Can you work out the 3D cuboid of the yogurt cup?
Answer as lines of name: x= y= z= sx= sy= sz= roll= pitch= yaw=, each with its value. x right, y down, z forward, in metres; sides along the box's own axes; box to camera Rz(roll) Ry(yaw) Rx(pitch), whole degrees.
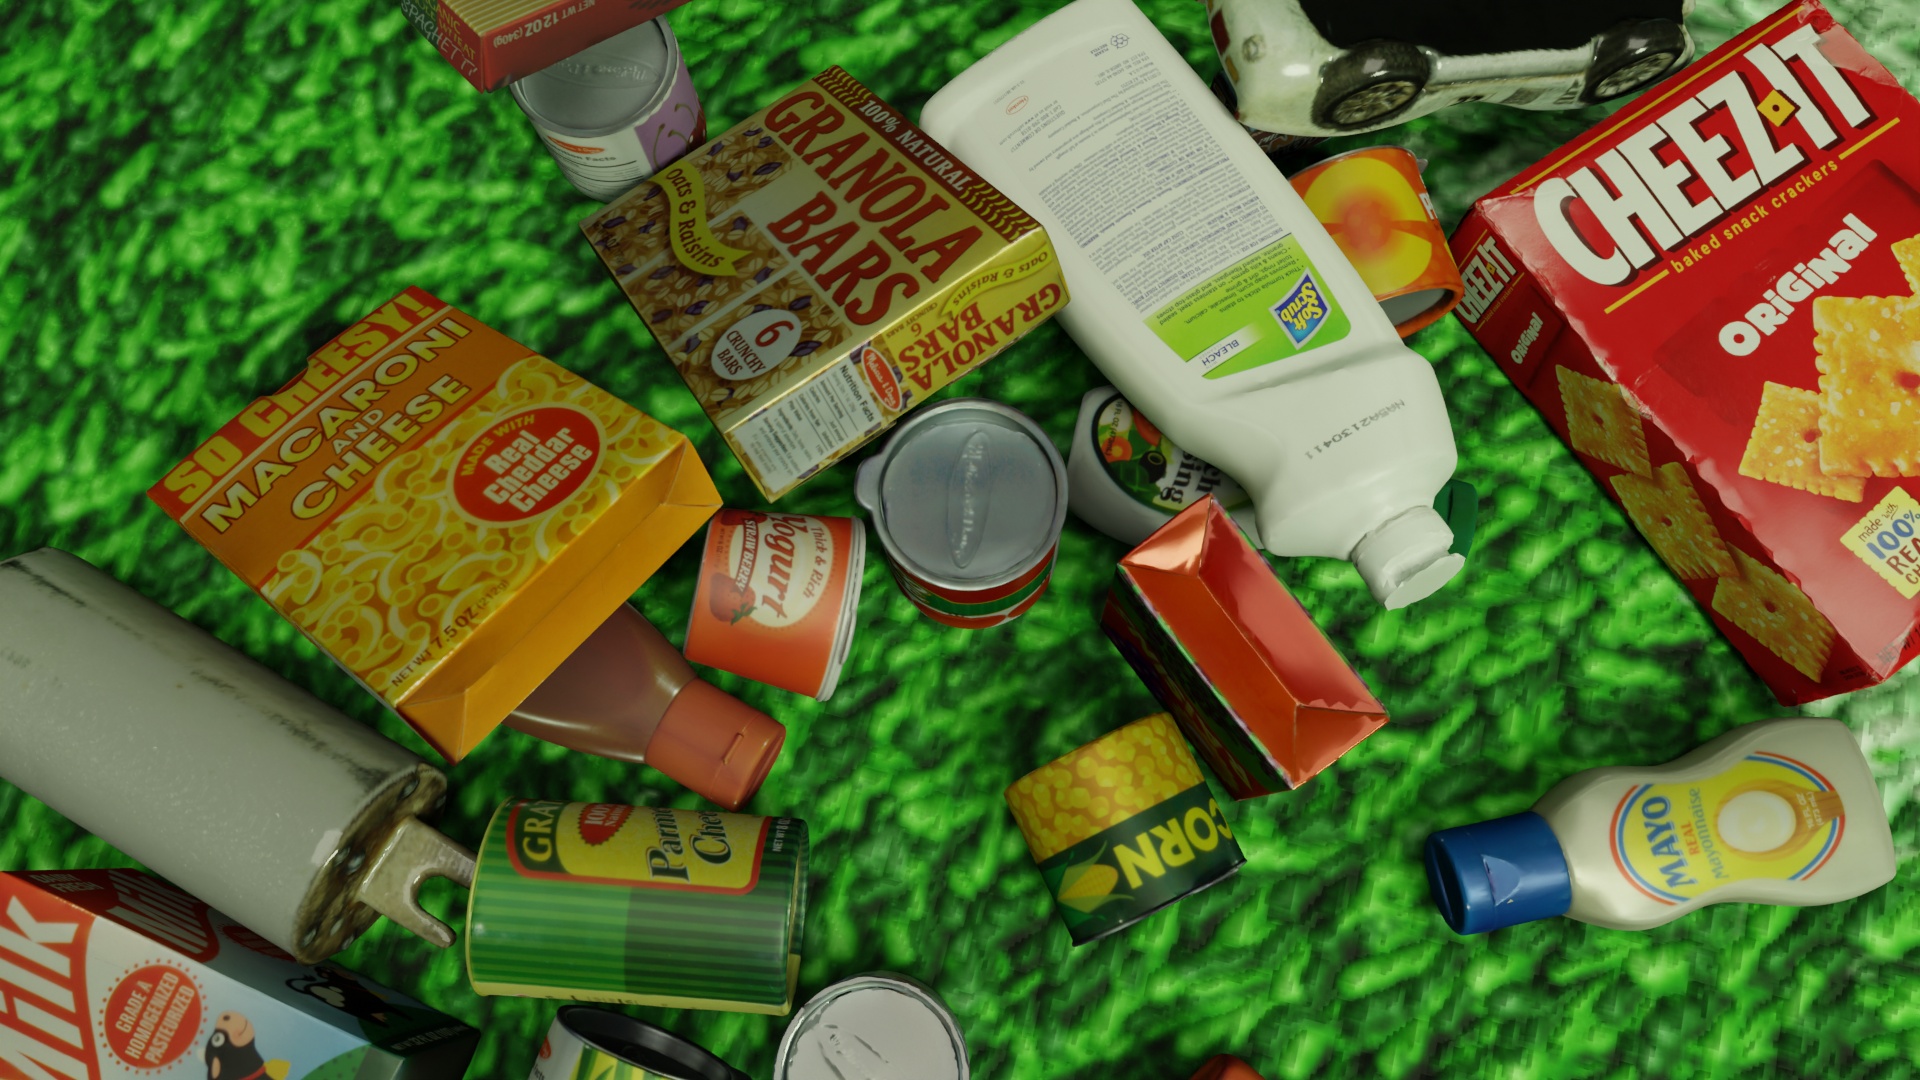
yogurt cup: x=-0.067 y=0.020 z=0.495 sx=0.054 sy=0.072 sz=0.072 roll=11 pitch=76 yaw=-11

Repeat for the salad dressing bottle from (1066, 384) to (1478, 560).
salad dressing bottle: x=0.114 y=-0.019 z=0.518 sx=0.148 sy=0.043 sz=0.064 roll=12 pitch=65 yaw=4

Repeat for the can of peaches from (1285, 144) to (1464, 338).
can of peaches: x=0.152 y=-0.108 z=0.528 sx=0.071 sy=0.071 sz=0.058 roll=-15 pitch=77 yaw=-2

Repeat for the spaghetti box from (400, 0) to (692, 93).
spaghetti box: x=-0.097 y=-0.247 z=0.544 sx=0.050 sy=0.028 sz=0.251 roll=44 pitch=60 yaw=12

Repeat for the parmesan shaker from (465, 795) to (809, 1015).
parmesan shaker: x=-0.106 y=0.124 z=0.477 sx=0.103 sy=0.071 sz=0.071 roll=4 pitch=76 yaw=-1

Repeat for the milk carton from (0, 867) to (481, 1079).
milk carton: x=-0.273 y=0.165 z=0.467 sx=0.191 sy=0.072 sz=0.073 roll=22 pitch=78 yaw=7

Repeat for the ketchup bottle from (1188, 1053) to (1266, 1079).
ketchup bottle: x=0.124 y=0.242 z=0.453 sx=0.149 sy=0.043 sz=0.065 roll=41 pitch=82 yaw=10

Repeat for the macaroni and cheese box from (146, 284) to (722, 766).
macaroni and cheese box: x=-0.185 y=-0.016 z=0.483 sx=0.167 sy=0.040 sz=0.124 roll=28 pitch=63 yaw=31

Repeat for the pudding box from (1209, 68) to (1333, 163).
pudding box: x=0.139 y=-0.179 z=0.554 sx=0.084 sy=0.049 sz=0.030 roll=-24 pitch=82 yaw=-5

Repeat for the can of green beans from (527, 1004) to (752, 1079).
can of green beans: x=-0.114 y=0.195 z=0.459 sx=0.071 sy=0.071 sz=0.058 roll=21 pitch=78 yaw=6

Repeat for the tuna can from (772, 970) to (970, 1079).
tuna can: x=-0.031 y=0.185 z=0.477 sx=0.071 sy=0.032 sz=0.071 roll=0 pitch=76 yaw=1

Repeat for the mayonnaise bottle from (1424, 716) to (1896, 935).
mayonnaise bottle: x=0.240 y=0.105 z=0.485 sx=0.148 sy=0.041 sz=0.065 roll=-12 pitch=78 yaw=-2

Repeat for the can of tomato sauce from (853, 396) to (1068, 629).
can of tomato sauce: x=0.002 y=-0.006 z=0.497 sx=0.071 sy=0.083 sz=0.071 roll=0 pitch=76 yaw=2

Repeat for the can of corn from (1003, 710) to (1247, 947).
can of corn: x=0.057 y=0.097 z=0.477 sx=0.071 sy=0.071 sz=0.058 roll=-25 pitch=76 yaw=-4

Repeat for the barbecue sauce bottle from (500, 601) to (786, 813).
barbecue sauce bottle: x=-0.136 y=0.048 z=0.508 sx=0.148 sy=0.043 sz=0.065 roll=28 pitch=72 yaw=7

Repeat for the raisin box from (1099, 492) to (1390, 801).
raisin box: x=0.088 y=0.040 z=0.463 sx=0.040 sy=0.123 sz=0.086 roll=-37 pitch=78 yaw=-5

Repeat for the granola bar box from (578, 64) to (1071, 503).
granola bar box: x=-0.055 y=-0.101 z=0.505 sx=0.124 sy=0.039 sz=0.166 roll=-34 pitch=46 yaw=-6

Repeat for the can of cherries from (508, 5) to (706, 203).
can of cherries: x=-0.138 y=-0.179 z=0.557 sx=0.071 sy=0.058 sz=0.071 roll=-1 pitch=76 yaw=2
